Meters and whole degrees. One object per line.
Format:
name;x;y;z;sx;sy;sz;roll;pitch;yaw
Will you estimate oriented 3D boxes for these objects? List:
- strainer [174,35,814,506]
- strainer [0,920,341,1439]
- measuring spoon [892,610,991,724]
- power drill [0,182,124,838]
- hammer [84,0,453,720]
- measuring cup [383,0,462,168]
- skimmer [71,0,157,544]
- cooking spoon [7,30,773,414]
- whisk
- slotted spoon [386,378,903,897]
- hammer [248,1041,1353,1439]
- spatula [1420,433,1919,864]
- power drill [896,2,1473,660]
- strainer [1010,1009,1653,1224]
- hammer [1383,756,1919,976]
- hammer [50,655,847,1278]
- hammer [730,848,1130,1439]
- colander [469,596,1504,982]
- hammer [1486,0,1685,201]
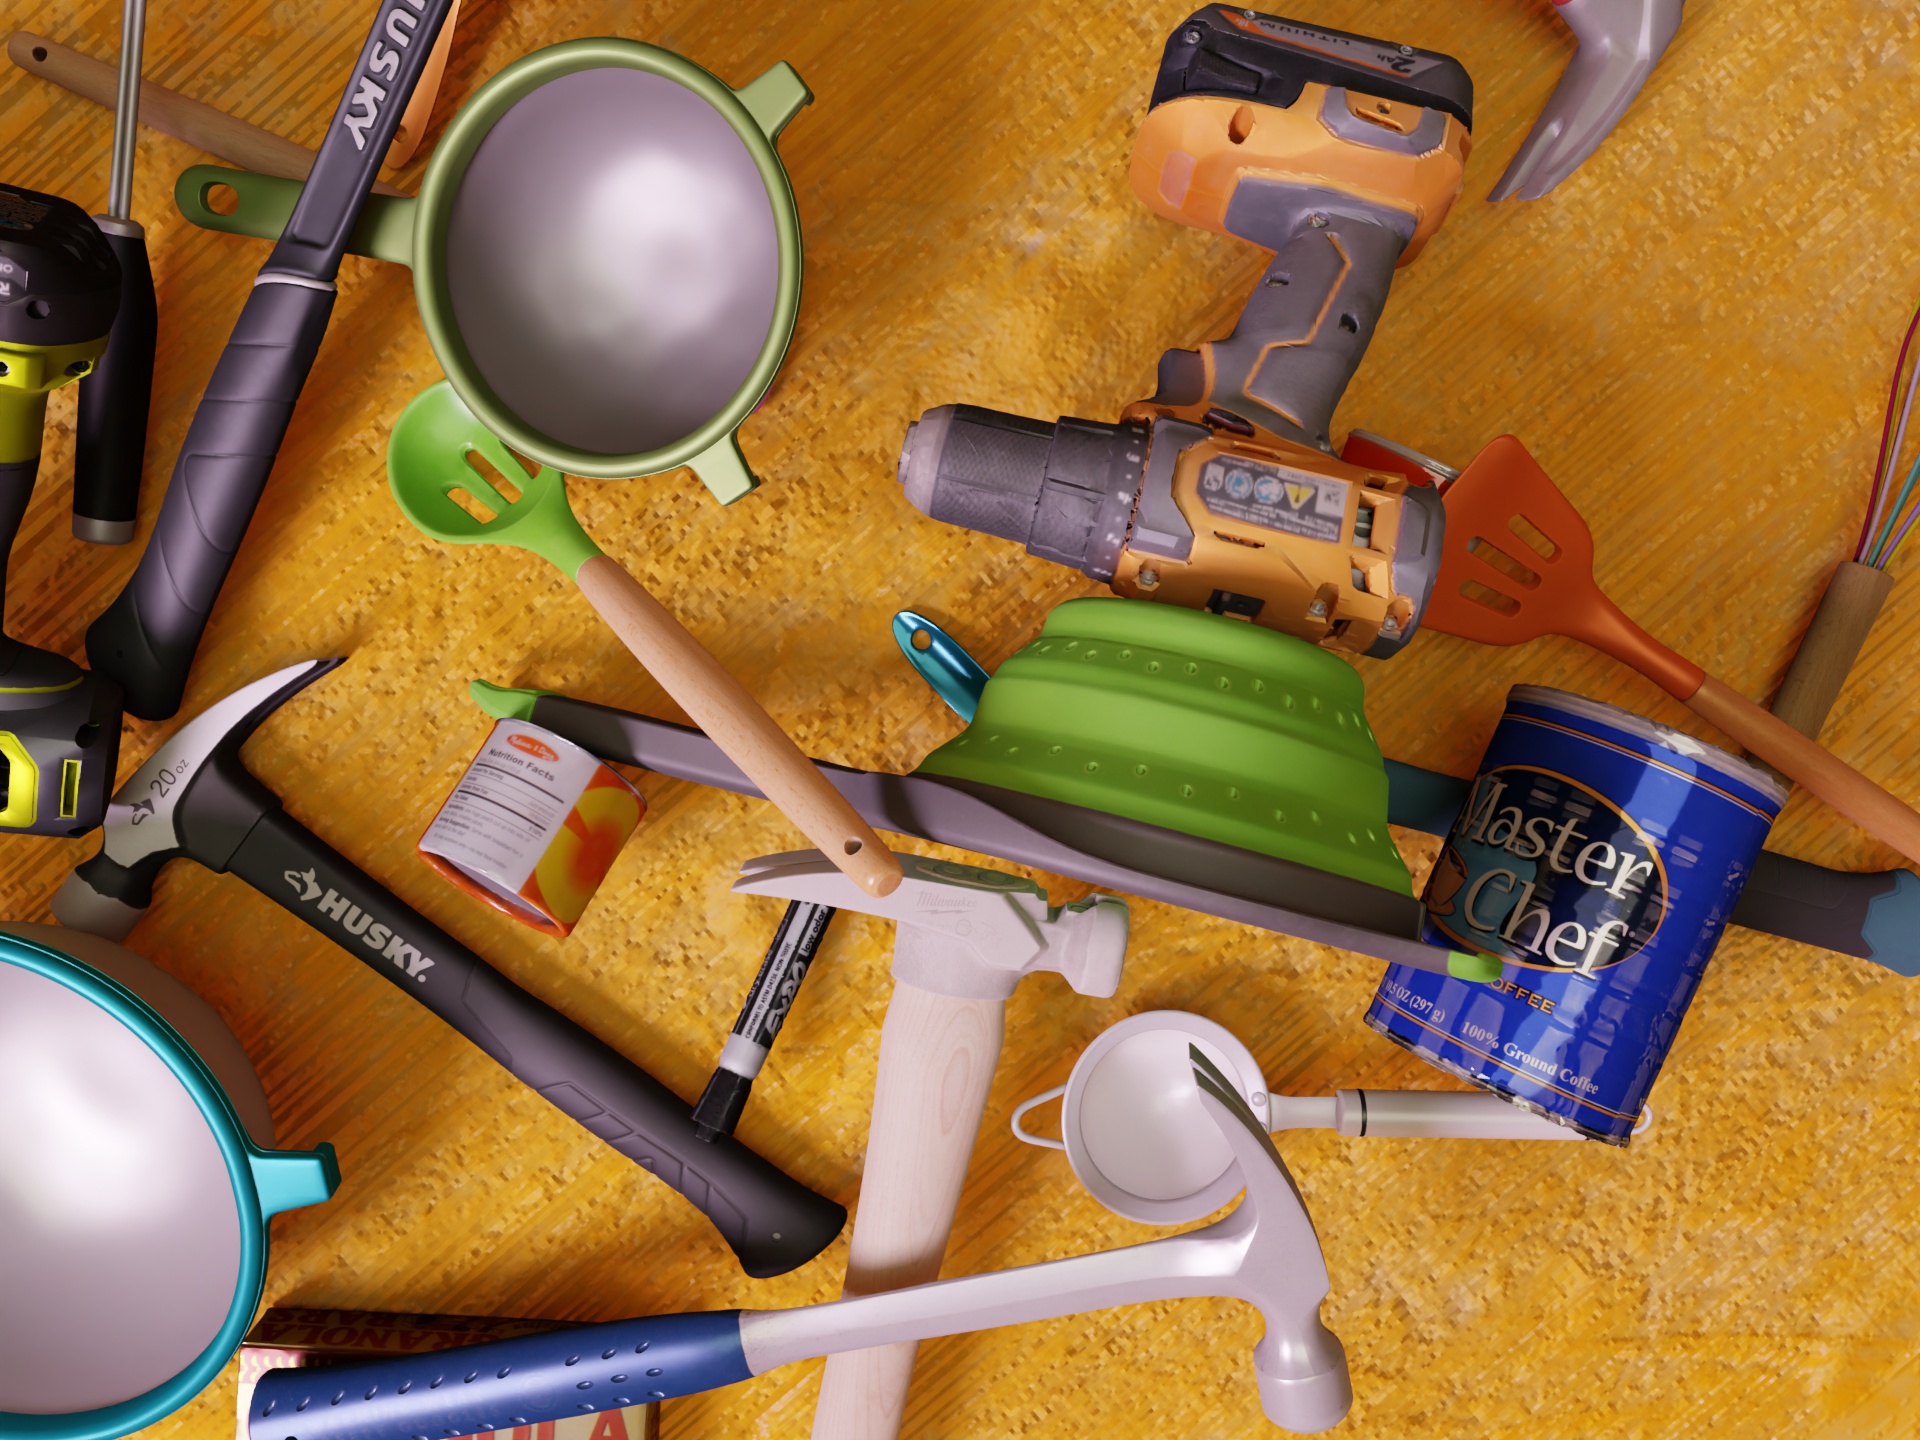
strainer;-0.169;-0.178;0.600;0.256;0.069;0.151;13;104;14
strainer;-0.395;0.119;0.599;0.340;0.095;0.211;40;105;-5
measuring spoon;0.020;0.001;0.656;0.128;0.021;0.042;46;104;4
power drill;-0.382;-0.068;0.530;0.190;0.080;0.228;8;115;-23
hammer;-0.223;-0.169;0.563;0.149;0.036;0.409;36;110;8
measuring cup;-0.185;-0.296;0.613;0.095;0.052;0.173;28;117;-4
skimmer;-0.328;-0.243;0.564;0.090;0.127;0.363;-2;110;-41
cooking spoon;-0.220;-0.200;0.628;0.319;0.017;0.069;23;98;-4
whisk;0.380;-0.083;0.655;0.047;0.051;0.245;25;97;17
slotted spoon;-0.116;-0.037;0.554;0.070;0.031;0.314;-45;54;-5
hammer;-0.069;0.223;0.589;0.405;0.035;0.144;-12;102;6
spatula;0.311;0.002;0.628;0.322;0.041;0.081;32;106;-7
power drill;0.087;-0.144;0.575;0.185;0.084;0.226;13;70;1
strainer;0.150;0.160;0.647;0.258;0.050;0.087;0;90;2
hammer;0.245;0.046;0.658;0.331;0.033;0.128;15;93;-3
hammer;-0.186;0.114;0.644;0.334;0.035;0.146;37;93;-5
hammer;-0.044;0.250;0.629;0.146;0.038;0.410;10;103;0
colander;-0.001;-0.002;0.572;0.397;0.204;0.094;13;85;20
hammer;0.121;-0.349;0.553;0.386;0.038;0.143;31;92;-26
